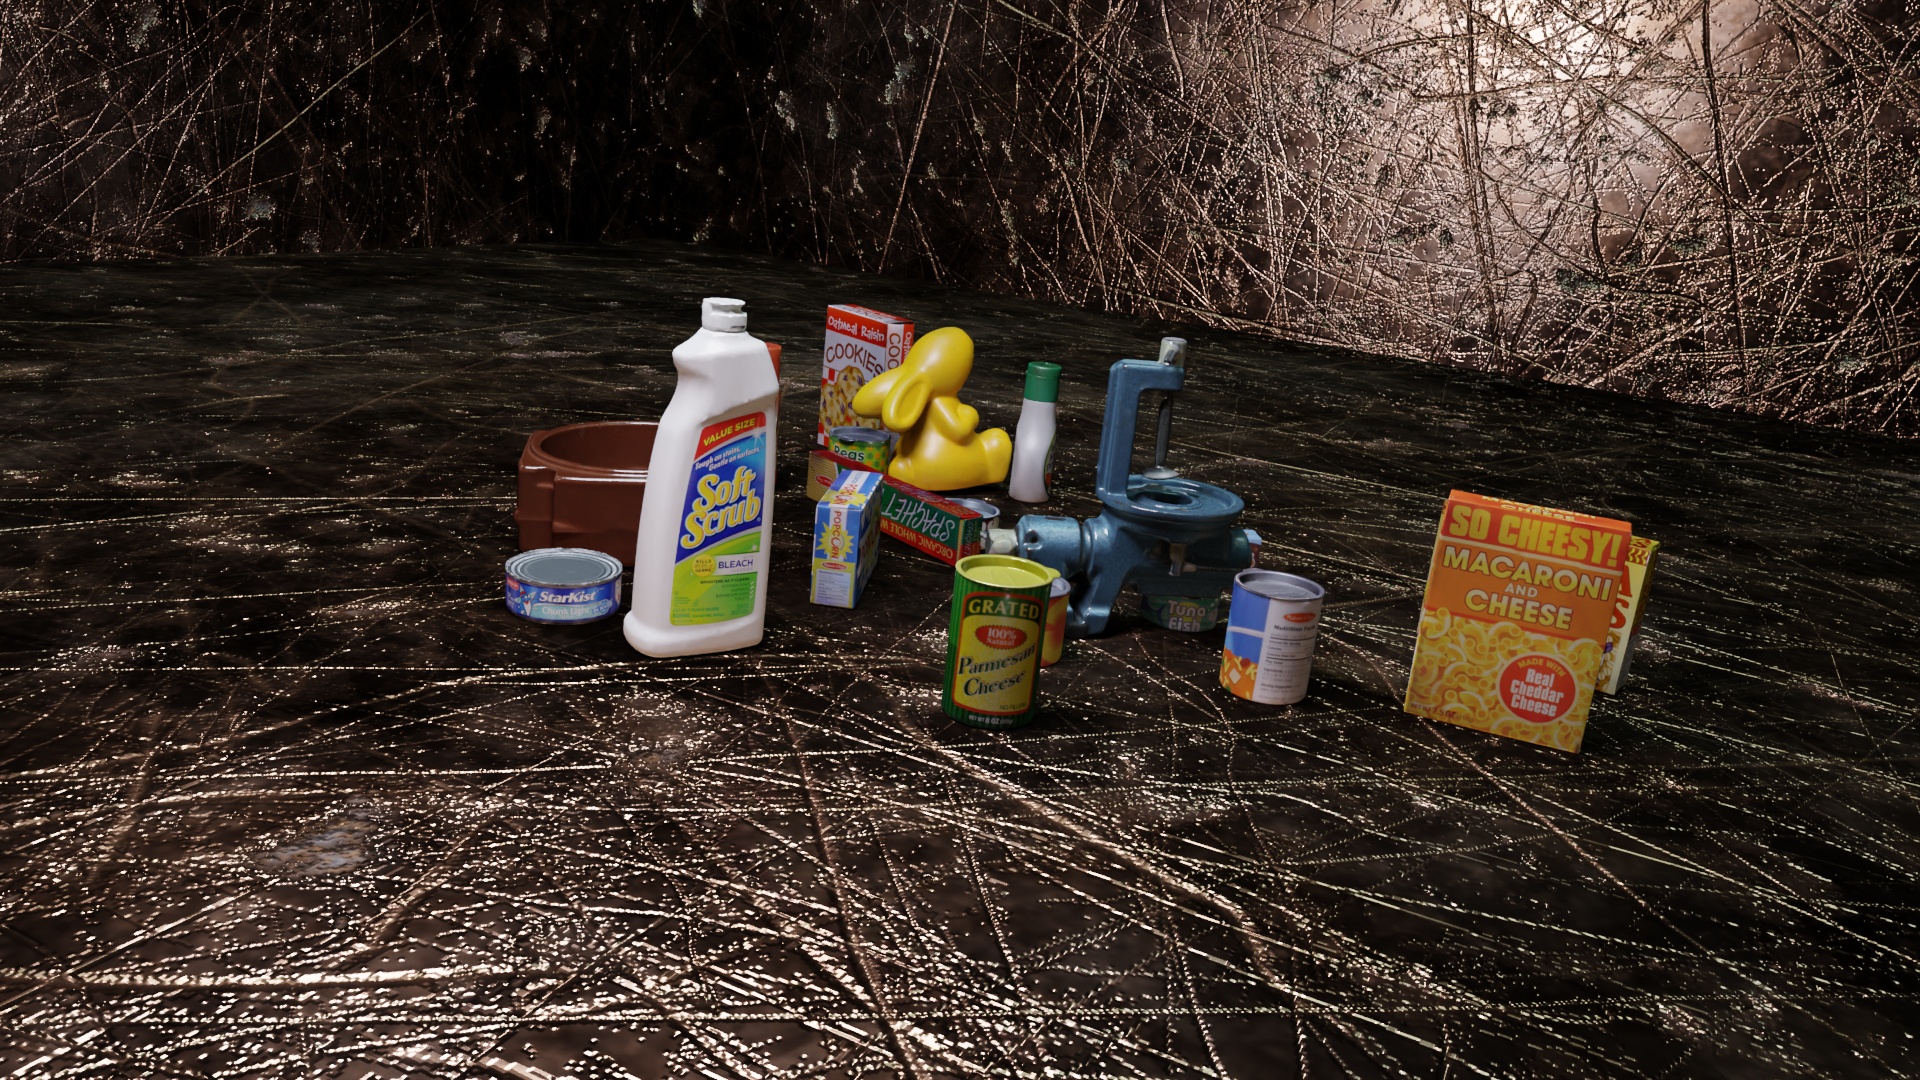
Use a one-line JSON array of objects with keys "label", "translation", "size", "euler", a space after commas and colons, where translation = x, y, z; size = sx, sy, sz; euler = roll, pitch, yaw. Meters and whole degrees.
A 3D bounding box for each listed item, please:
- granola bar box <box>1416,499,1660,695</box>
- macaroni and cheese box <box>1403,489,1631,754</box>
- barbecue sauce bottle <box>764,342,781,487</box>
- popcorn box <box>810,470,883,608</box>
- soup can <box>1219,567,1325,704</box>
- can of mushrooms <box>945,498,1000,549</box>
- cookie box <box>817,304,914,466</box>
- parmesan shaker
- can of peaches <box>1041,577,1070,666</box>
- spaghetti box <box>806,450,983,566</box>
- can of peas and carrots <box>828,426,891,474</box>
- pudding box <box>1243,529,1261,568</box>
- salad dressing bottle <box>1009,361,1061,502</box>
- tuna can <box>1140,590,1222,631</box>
[{"label": "granola bar box", "translation": [0.475, 0.041, 1.150], "size": [0.165, 0.123, 0.039], "euler": [19, 20, 36]}, {"label": "macaroni and cheese box", "translation": [0.399, 0.057, 1.001], "size": [0.124, 0.165, 0.040], "euler": [12, 17, 21]}, {"label": "barbecue sauce bottle", "translation": [-0.207, -0.128, 1.428], "size": [0.044, 0.148, 0.065], "euler": [1, 17, -18]}, {"label": "popcorn box", "translation": [-0.094, -0.004, 1.167], "size": [0.038, 0.085, 0.127], "euler": [7, 17, 3]}, {"label": "soup can", "translation": [0.231, 0.071, 1.038], "size": [0.071, 0.083, 0.071], "euler": [6, 16, -2]}, {"label": "can of mushrooms", "translation": [0.005, -0.017, 1.334], "size": [0.071, 0.033, 0.071], "euler": [6, 17, -2]}, {"label": "cookie box", "translation": [-0.110, -0.181, 1.604], "size": [0.040, 0.166, 0.123], "euler": [-7, 21, -39]}, {"label": "parmesan shaker", "translation": [0.027, 0.069, 0.940], "size": [0.071, 0.102, 0.071], "euler": [6, 16, -2]}, {"label": "can of peaches", "translation": [0.049, 0.058, 1.061], "size": [0.071, 0.058, 0.071], "euler": [6, 17, -2]}, {"label": "spaghetti box", "translation": [-0.068, -0.033, 1.335], "size": [0.029, 0.050, 0.250], "euler": [-8, 22, -39]}, {"label": "can of peas and carrots", "translation": [-0.110, -0.086, 1.479], "size": [0.071, 0.058, 0.071], "euler": [6, 17, -2]}, {"label": "pudding box", "translation": [0.233, 0.014, 1.285], "size": [0.084, 0.049, 0.030], "euler": [4, 16, -6]}, {"label": "salad dressing bottle", "translation": [0.082, -0.117, 1.494], "size": [0.044, 0.147, 0.064], "euler": [8, 16, 7]}, {"label": "tuna can", "translation": [0.187, 0.052, 1.173], "size": [0.071, 0.032, 0.071], "euler": [6, 17, -2]}]
